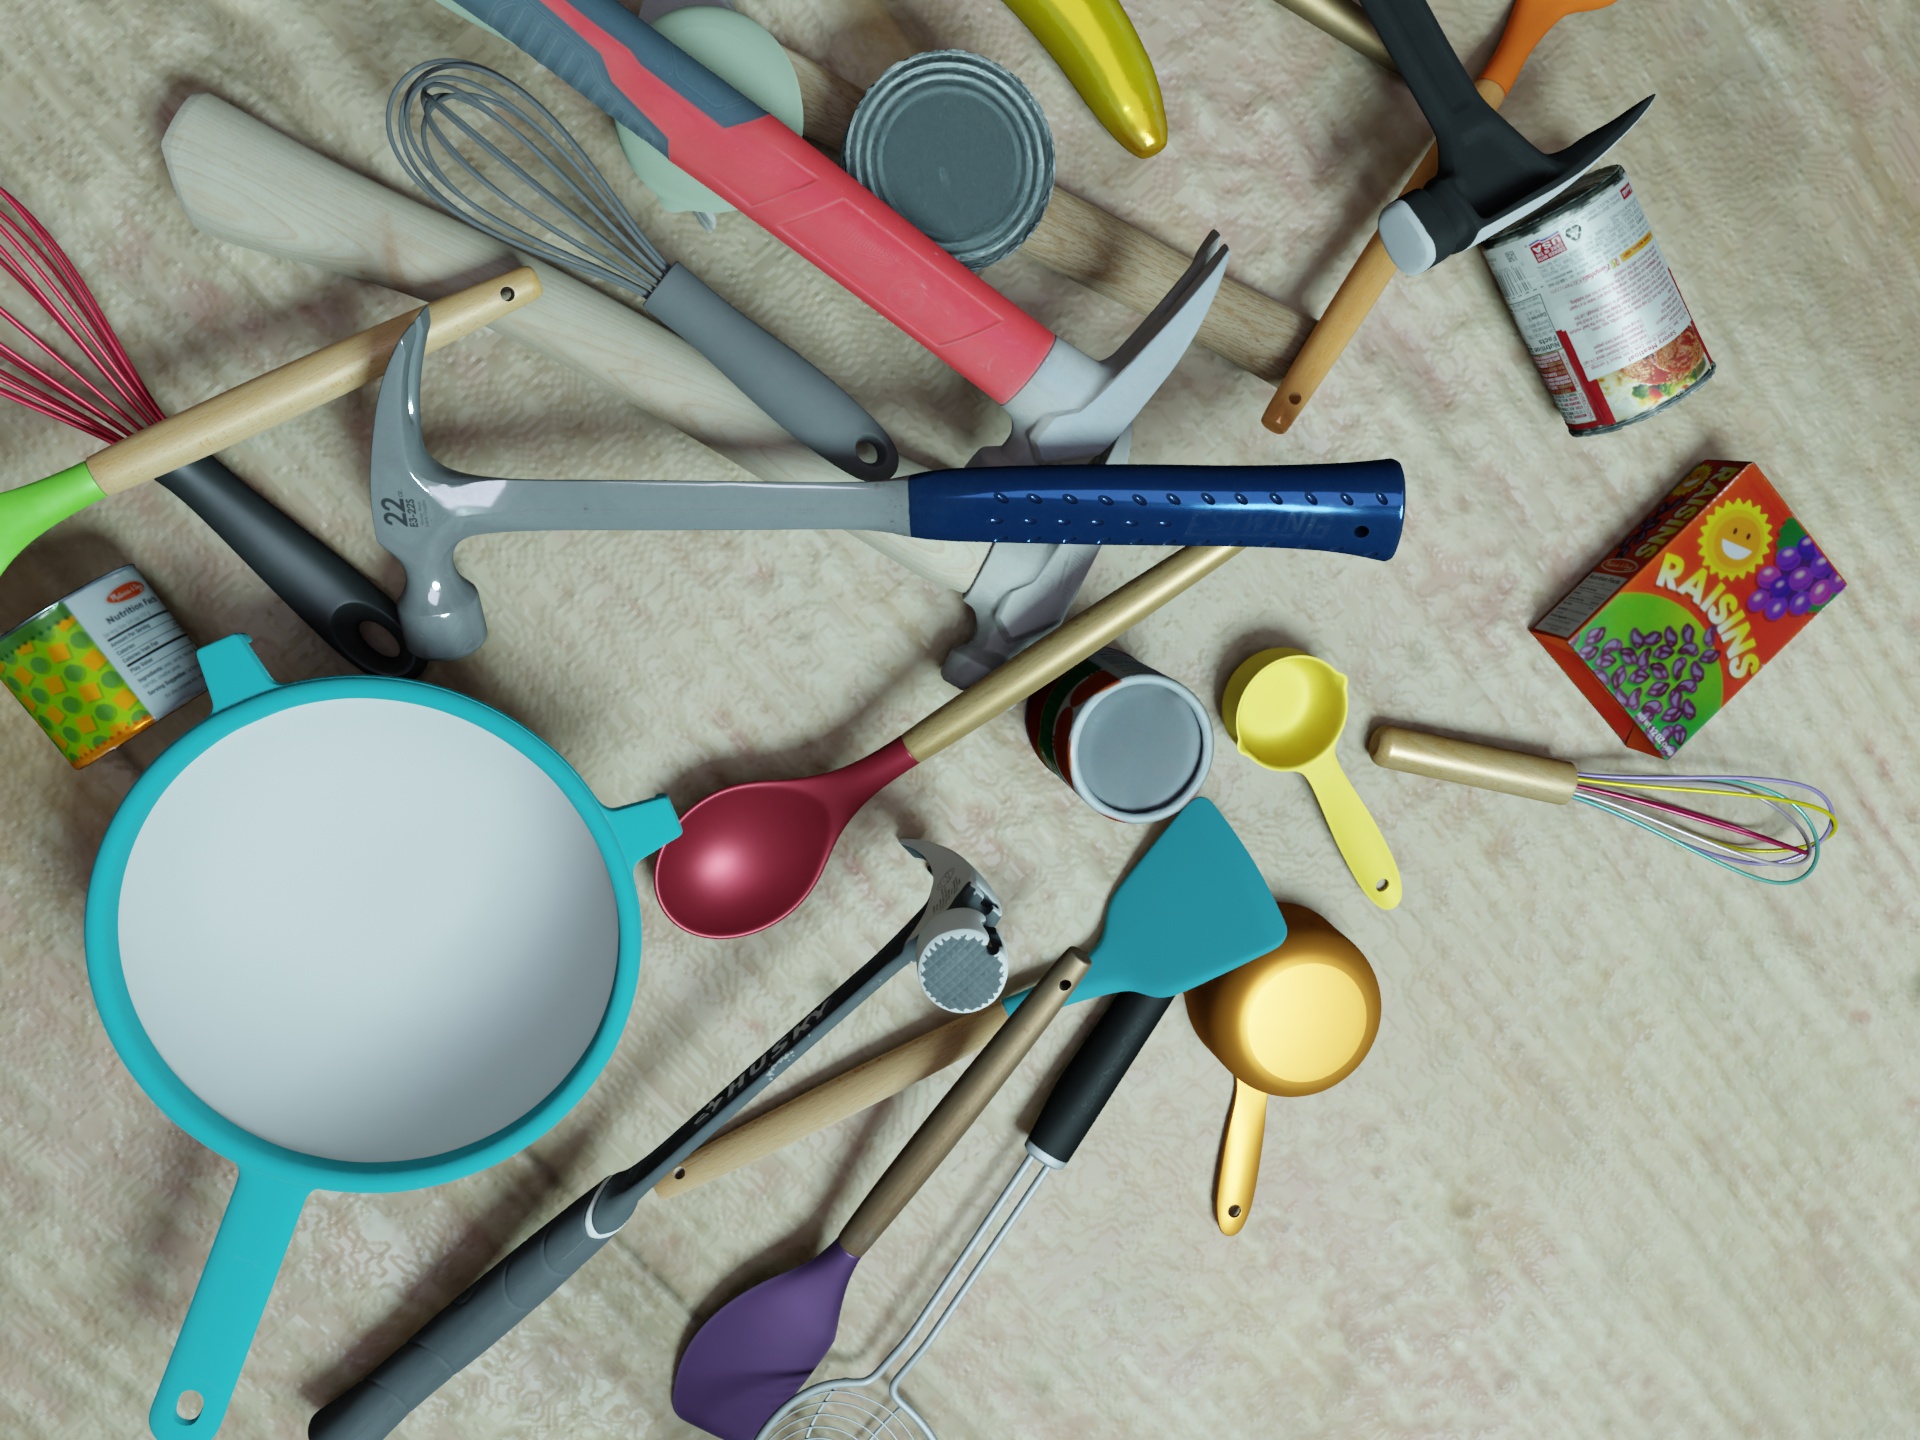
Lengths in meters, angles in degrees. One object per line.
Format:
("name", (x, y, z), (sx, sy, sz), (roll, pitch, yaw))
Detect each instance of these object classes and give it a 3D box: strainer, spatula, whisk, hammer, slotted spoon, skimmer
("strainer", (-0.262, 0.138, 0.673), (0.211, 0.095, 0.340), (22, 98, -10))
("spatula", (0.226, -0.263, 0.702), (0.081, 0.041, 0.322), (34, 85, -11))
("whisk", (-0.120, -0.170, 0.633), (0.238, 0.055, 0.055), (37, 92, -17))
("hammer", (-0.124, -0.156, 0.674), (0.410, 0.038, 0.146), (26, 93, -13))
("hammer", (0.155, -0.358, 0.659), (0.127, 0.034, 0.337), (-32, 93, -11))
("hammer", (-0.031, -0.090, 0.629), (0.405, 0.035, 0.144), (0, 125, 1))
("slotted spoon", (-0.304, -0.102, 0.608), (0.314, 0.031, 0.070), (-29, 116, -11))
("skimmer", (0.018, 0.267, 0.741), (0.127, 0.090, 0.363), (33, 90, -23))
("spatula", (-0.039, 0.224, 0.736), (0.059, 0.018, 0.316), (33, 106, -13))
("hammer", (-0.141, 0.198, 0.703), (0.409, 0.149, 0.036), (-41, 104, 9))
("hammer", (-0.081, -0.227, 0.583), (0.386, 0.038, 0.143), (33, 114, -21))
("hammer", (0.016, -0.224, 0.689), (0.331, 0.031, 0.130), (24, 95, -13))
("spatula", (-0.004, 0.144, 0.743), (0.317, 0.044, 0.082), (-27, 61, -1))
("whisk", (0.318, 0.038, 0.785), (0.245, 0.047, 0.051), (11, 87, -7))
("whisk", (-0.331, -0.118, 0.636), (0.073, 0.073, 0.295), (-45, 111, 0))

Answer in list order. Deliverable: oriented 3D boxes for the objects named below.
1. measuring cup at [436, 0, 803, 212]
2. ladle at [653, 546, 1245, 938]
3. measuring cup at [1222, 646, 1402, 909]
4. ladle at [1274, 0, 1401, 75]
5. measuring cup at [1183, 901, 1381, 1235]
("measuring cup", (-0.140, -0.261, 0.619), (0.167, 0.038, 0.083), (24, 96, -12))
("ladle", (-0.001, -0.002, 0.690), (0.315, 0.031, 0.069), (-33, 112, 11))
("measuring cup", (0.175, 0.030, 0.770), (0.062, 0.029, 0.156), (-34, 116, -3))
("ladle", (0.077, -0.357, 0.665), (0.320, 0.062, 0.078), (24, 75, -16))
("measuring cup", (0.152, 0.178, 0.772), (0.095, 0.052, 0.173), (7, 97, -11))
